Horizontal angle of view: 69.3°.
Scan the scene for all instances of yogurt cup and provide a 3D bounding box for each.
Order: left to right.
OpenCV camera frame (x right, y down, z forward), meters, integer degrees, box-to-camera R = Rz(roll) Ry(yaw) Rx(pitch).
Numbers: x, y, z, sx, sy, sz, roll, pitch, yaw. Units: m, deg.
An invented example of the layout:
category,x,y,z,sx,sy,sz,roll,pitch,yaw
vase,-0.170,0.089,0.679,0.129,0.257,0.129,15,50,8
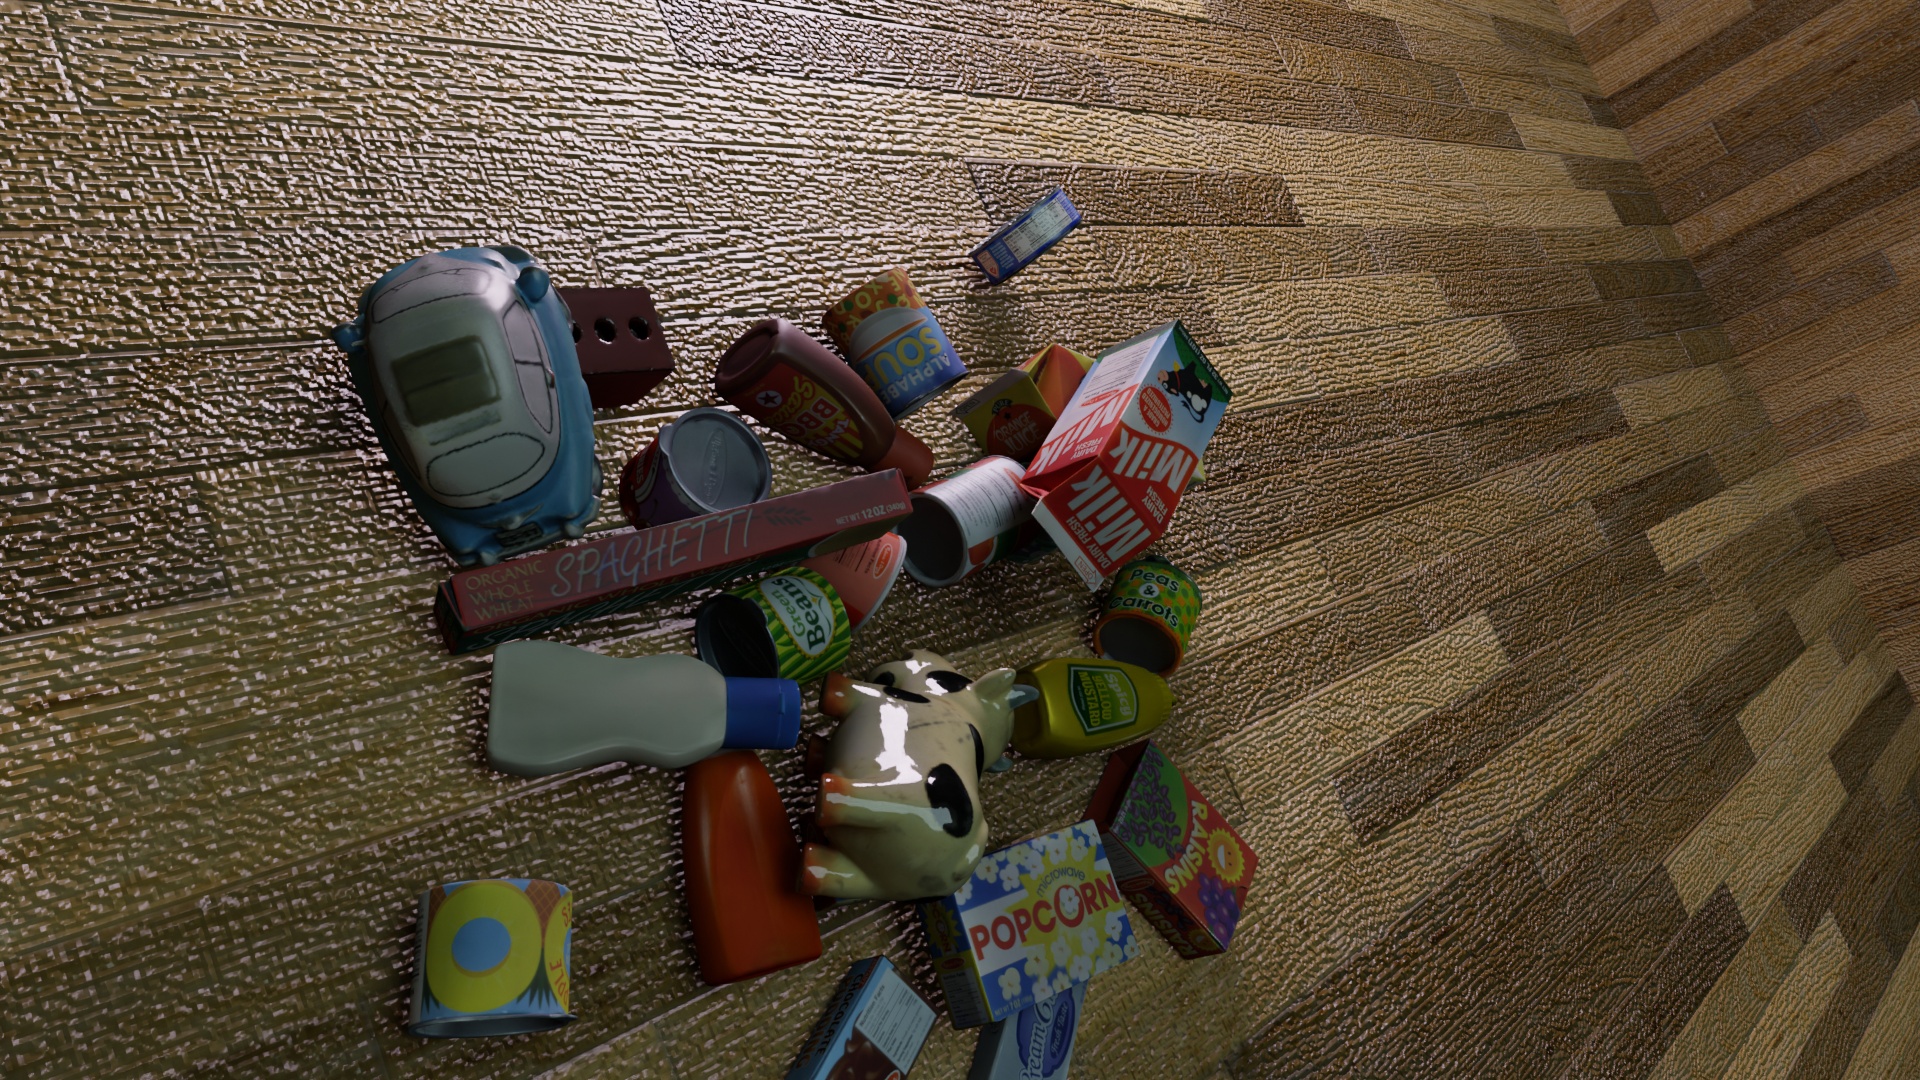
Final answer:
category,x,y,z,sx,sy,sz,roll,pitch,yaw
yogurt cup,-0.072,0.015,0.822,0.054,0.072,0.073,32,49,-16

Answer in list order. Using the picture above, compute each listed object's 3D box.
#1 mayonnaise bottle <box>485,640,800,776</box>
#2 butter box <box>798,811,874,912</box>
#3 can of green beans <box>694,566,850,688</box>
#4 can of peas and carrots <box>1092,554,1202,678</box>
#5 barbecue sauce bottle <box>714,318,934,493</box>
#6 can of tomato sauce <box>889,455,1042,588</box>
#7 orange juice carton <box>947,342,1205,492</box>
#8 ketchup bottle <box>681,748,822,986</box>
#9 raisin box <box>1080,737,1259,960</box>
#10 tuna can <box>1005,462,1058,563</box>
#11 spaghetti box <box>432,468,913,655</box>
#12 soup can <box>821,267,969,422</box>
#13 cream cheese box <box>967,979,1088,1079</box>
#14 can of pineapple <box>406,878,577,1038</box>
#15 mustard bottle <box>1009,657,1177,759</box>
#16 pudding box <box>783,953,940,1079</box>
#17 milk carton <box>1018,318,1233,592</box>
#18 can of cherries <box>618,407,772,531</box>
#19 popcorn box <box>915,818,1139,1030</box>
category,x,y,z,sx,sy,sz,roll,pitch,yaw
mayonnaise bottle,-0.155,0.084,0.687,0.148,0.041,0.065,4,65,-18
butter box,-0.041,0.176,0.791,0.104,0.024,0.053,2,67,-42
can of green beans,-0.103,0.053,0.769,0.058,0.071,0.071,-22,84,-47
can of peas and carrots,0.133,0.055,0.986,0.071,0.070,0.059,44,45,-16
barbecue sauce bottle,-0.079,-0.079,0.870,0.148,0.064,0.044,34,43,-37
can of tomato sauce,0.003,-0.011,0.906,0.083,0.071,0.071,-26,87,-47
orange juice carton,0.086,-0.083,1.016,0.193,0.071,0.073,15,59,-38
ketchup bottle,-0.116,0.150,0.720,0.065,0.043,0.149,2,67,-46
raisin box,0.141,0.207,0.933,0.123,0.040,0.086,48,43,-13
tuna can,0.045,-0.021,0.972,0.071,0.032,0.071,22,55,-34
spaghetti box,-0.143,0.008,0.723,0.251,0.050,0.029,-16,79,-30
soup can,-0.044,-0.129,0.921,0.072,0.071,0.083,-35,93,-47
cream cheese box,0.042,0.282,0.810,0.053,0.024,0.104,38,47,-19
can of pineapple,-0.202,0.183,0.605,0.071,0.070,0.058,15,58,-37
mustard bottle,0.097,0.110,0.938,0.160,0.048,0.065,0,70,-43
pudding box,-0.051,0.266,0.728,0.049,0.030,0.084,49,44,-14
milk carton,0.104,-0.055,0.916,0.072,0.073,0.191,50,49,-20
can of cherries,-0.151,-0.035,0.778,0.071,0.058,0.072,21,56,-34
popcorn box,0.038,0.217,0.795,0.127,0.038,0.085,-7,72,-44
